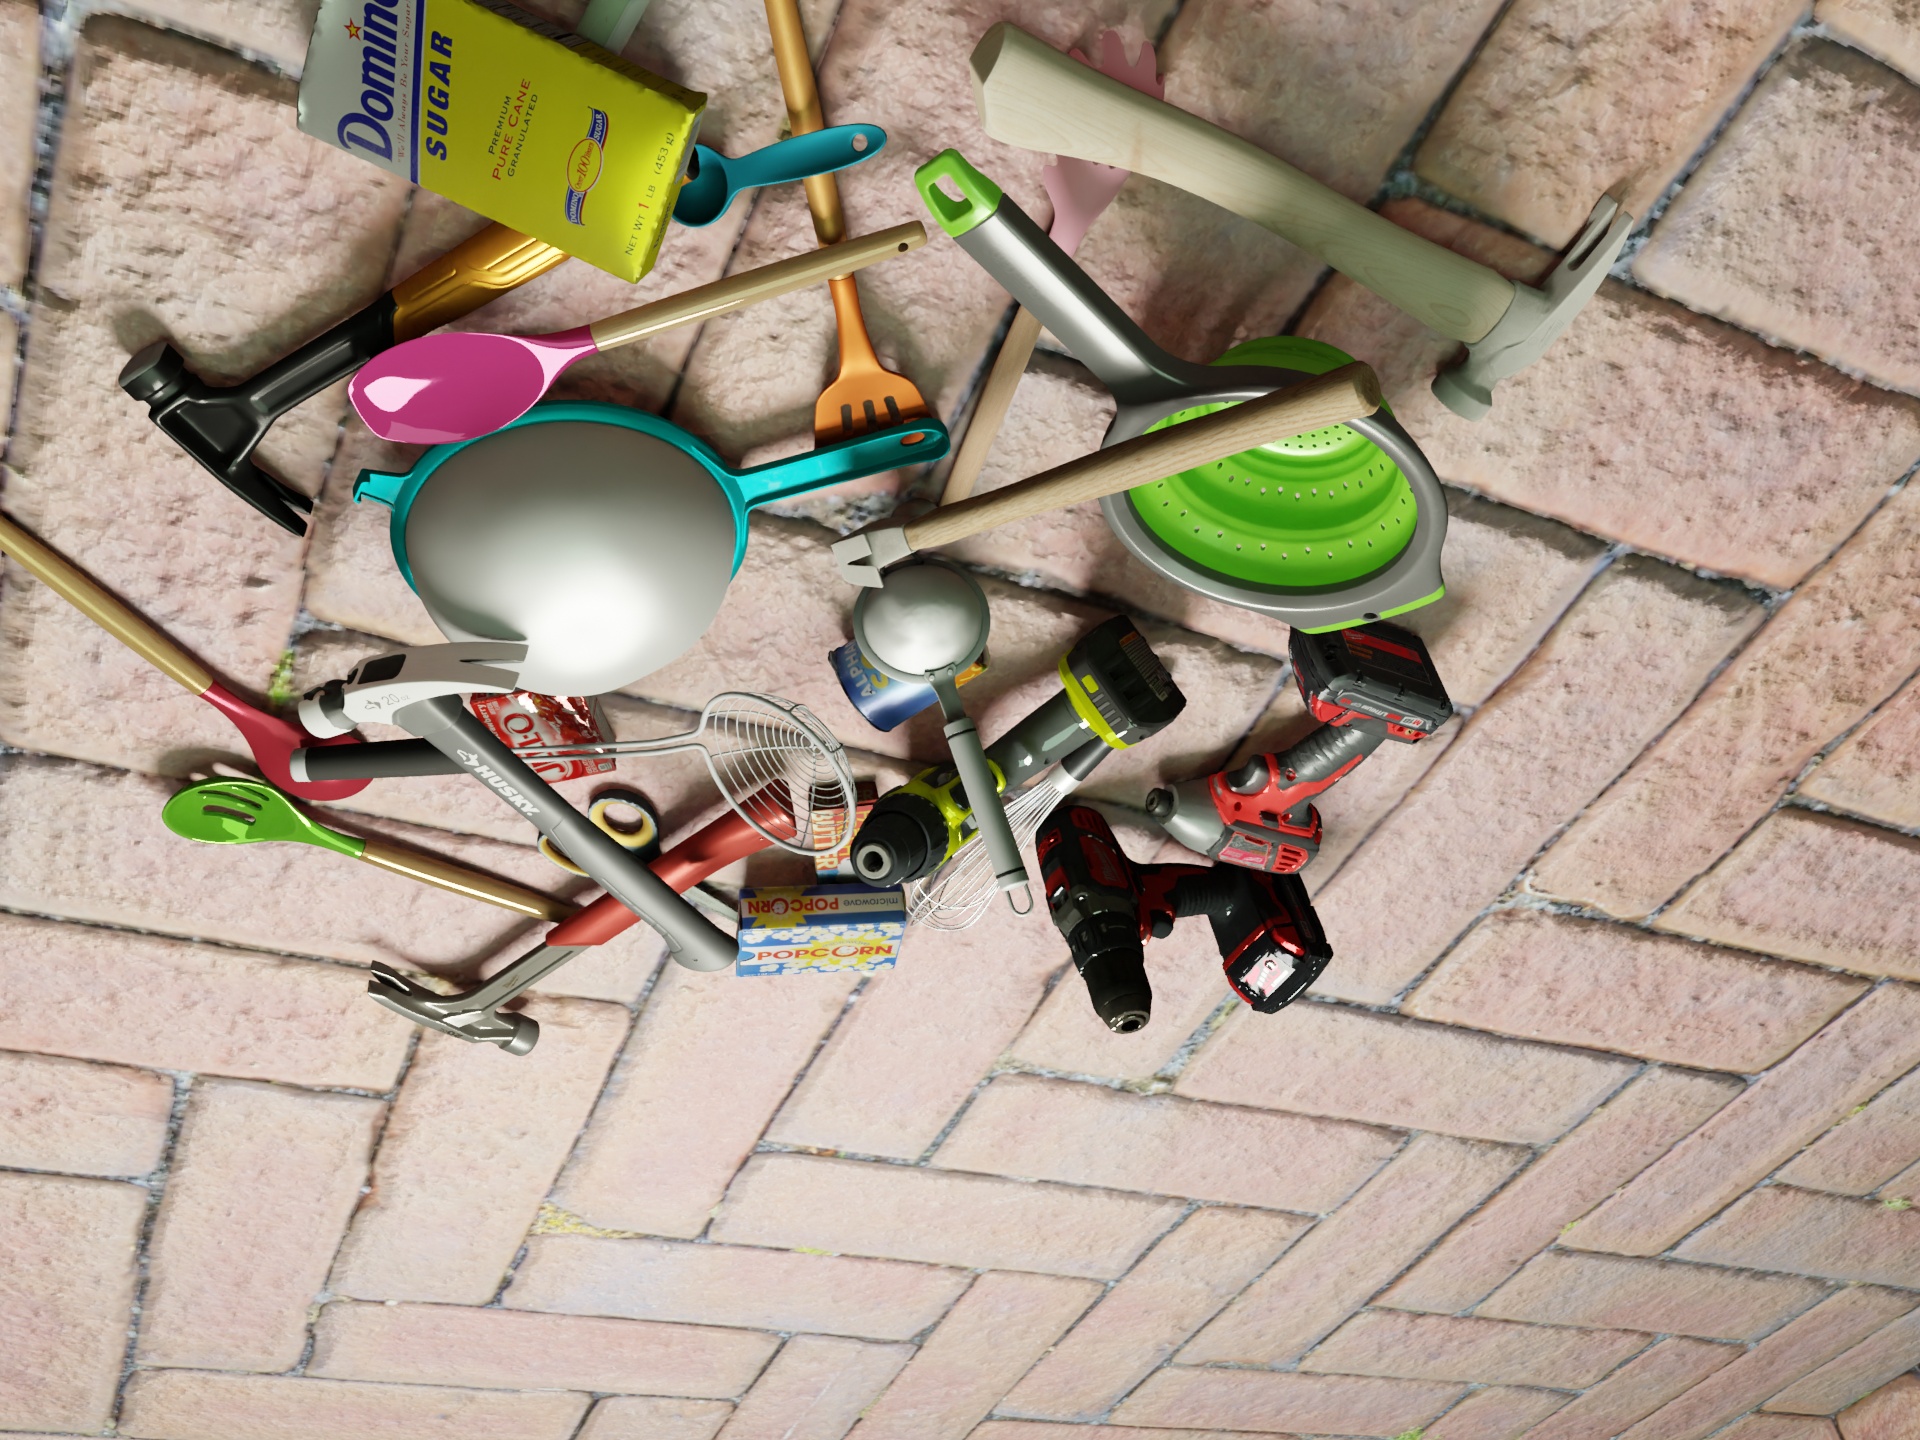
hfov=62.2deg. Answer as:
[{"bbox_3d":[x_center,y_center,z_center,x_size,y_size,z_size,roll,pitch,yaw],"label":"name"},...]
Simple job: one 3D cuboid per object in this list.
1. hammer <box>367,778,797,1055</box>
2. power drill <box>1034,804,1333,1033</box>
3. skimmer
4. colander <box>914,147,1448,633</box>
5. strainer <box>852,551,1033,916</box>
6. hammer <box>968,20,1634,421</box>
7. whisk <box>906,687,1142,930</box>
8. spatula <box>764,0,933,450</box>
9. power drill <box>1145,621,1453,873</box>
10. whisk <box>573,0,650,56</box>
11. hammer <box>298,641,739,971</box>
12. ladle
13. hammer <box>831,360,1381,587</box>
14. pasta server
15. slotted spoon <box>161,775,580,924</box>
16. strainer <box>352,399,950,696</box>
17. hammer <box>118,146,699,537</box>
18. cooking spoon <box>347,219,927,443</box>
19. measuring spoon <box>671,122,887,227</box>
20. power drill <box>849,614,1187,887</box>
[{"bbox_3d":[-0.267,0.141,1.176,0.359,0.037,0.149,-33,134,22],"label":"hammer"},{"bbox_3d":[0.169,0.163,1.205,0.226,0.188,0.080,14,130,-28],"label":"power drill"},{"bbox_3d":[-0.250,0.040,1.027,0.363,0.090,0.127,-3,132,-5],"label":"skimmer"},{"bbox_3d":[0.132,-0.201,0.901,0.396,0.095,0.204,37,147,-30],"label":"colander"},{"bbox_3d":[-0.002,-0.003,0.977,0.087,0.258,0.050,-18,170,-7],"label":"strainer"},{"bbox_3d":[0.187,-0.282,0.853,0.410,0.038,0.146,13,128,-32],"label":"hammer"},{"bbox_3d":[0.055,0.063,1.178,0.070,0.070,0.284,29,117,-32],"label":"whisk"},{"bbox_3d":[-0.071,-0.269,0.863,0.081,0.041,0.322,-11,130,1],"label":"spatula"},{"bbox_3d":[0.240,0.024,1.164,0.143,0.079,0.219,15,131,-23],"label":"power drill"},{"bbox_3d":[-0.136,-0.371,0.738,0.059,0.058,0.246,44,124,0],"label":"whisk"},{"bbox_3d":[-0.245,0.067,1.008,0.146,0.035,0.334,-15,136,25],"label":"hammer"},{"bbox_3d":[-0.494,-0.038,0.998,0.069,0.031,0.315,-29,130,15],"label":"ladle"},{"bbox_3d":[0.067,-0.132,0.872,0.331,0.130,0.031,-13,104,34],"label":"hammer"},{"bbox_3d":[0.039,-0.235,0.915,0.060,0.040,0.316,9,135,-18],"label":"pasta server"},{"bbox_3d":[-0.408,0.102,1.146,0.313,0.031,0.070,24,125,-32],"label":"slotted spoon"},{"bbox_3d":[-0.165,-0.097,0.934,0.340,0.095,0.210,-15,143,4],"label":"strainer"},{"bbox_3d":[-0.280,-0.218,0.853,0.337,0.034,0.127,-25,132,16],"label":"hammer"},{"bbox_3d":[-0.171,-0.212,0.849,0.319,0.017,0.068,-17,139,2],"label":"cooking spoon"},{"bbox_3d":[-0.095,-0.286,0.821,0.128,0.021,0.042,-7,102,18],"label":"measuring spoon"},{"bbox_3d":[0.031,0.029,1.063,0.228,0.190,0.080,-36,88,16],"label":"power drill"}]
